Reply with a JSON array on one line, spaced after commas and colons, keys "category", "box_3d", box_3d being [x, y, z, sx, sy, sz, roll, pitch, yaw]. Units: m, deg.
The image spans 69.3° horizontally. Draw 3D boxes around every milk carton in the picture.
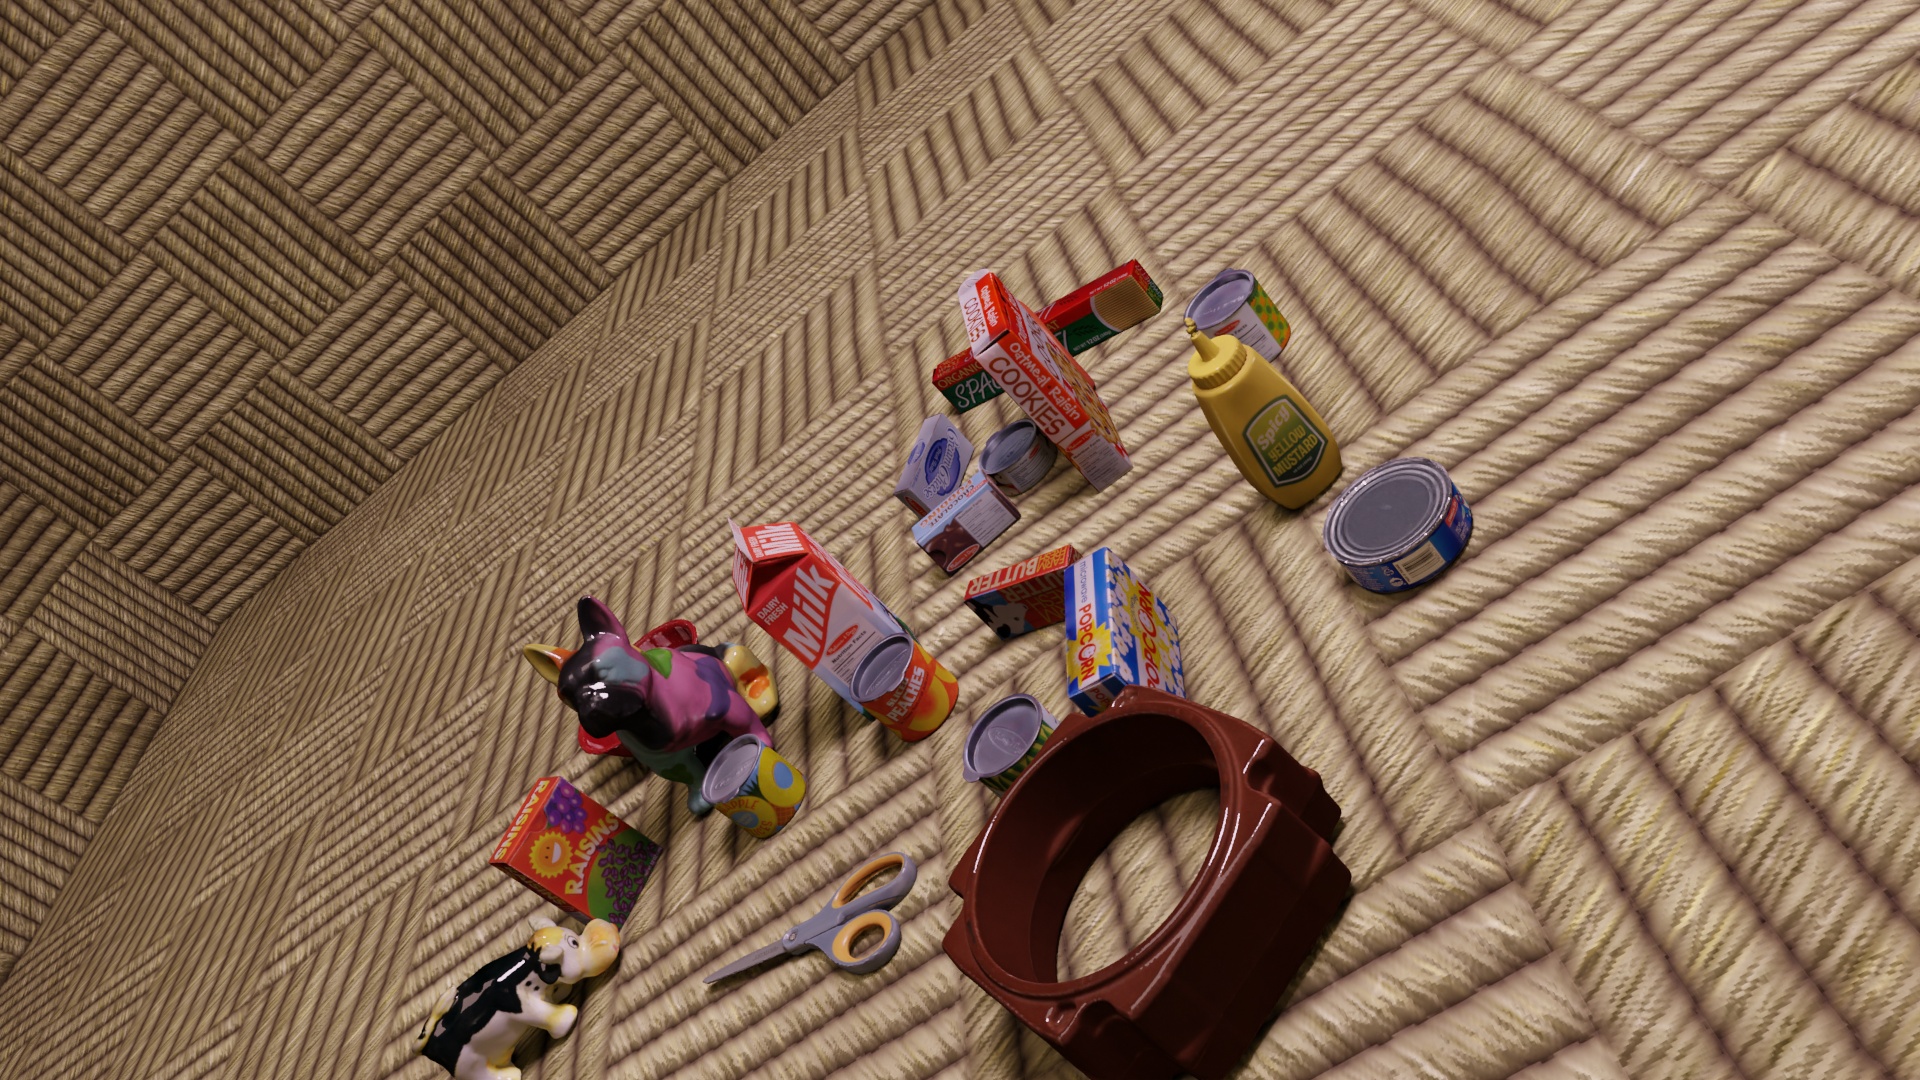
[{"category": "milk carton", "box_3d": [-0.118, 0.054, 1.127, 0.073, 0.190, 0.072, -44, 28, 2]}]

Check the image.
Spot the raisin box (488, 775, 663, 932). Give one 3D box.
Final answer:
[{"category": "raisin box", "box_3d": [-0.327, 0.270, 1.189, 0.040, 0.123, 0.086, -13, 42, 45]}]

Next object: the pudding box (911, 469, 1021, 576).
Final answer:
[{"category": "pudding box", "box_3d": [0.004, -0.015, 1.207, 0.083, 0.049, 0.030, -41, 28, 8]}]

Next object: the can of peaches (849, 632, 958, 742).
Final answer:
[{"category": "can of peaches", "box_3d": [-0.043, 0.116, 1.086, 0.071, 0.058, 0.071, -33, 30, 22]}]

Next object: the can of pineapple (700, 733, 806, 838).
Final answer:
[{"category": "can of pineapple", "box_3d": [-0.169, 0.203, 1.138, 0.071, 0.057, 0.071, -33, 30, 22]}]

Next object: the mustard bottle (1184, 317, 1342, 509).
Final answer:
[{"category": "mustard bottle", "box_3d": [0.195, -0.090, 0.937, 0.065, 0.160, 0.049, -44, 28, 3]}]

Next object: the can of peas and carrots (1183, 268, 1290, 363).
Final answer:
[{"category": "can of peas and carrots", "box_3d": [0.224, -0.176, 1.122, 0.071, 0.058, 0.071, -33, 30, 22]}]

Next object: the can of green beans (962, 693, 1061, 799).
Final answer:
[{"category": "can of green beans", "box_3d": [0.045, 0.146, 0.931, 0.071, 0.057, 0.071, -33, 30, 22]}]

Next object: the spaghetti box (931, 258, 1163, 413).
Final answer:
[{"category": "spaghetti box", "box_3d": [0.079, -0.194, 1.345, 0.249, 0.050, 0.029, -24, 35, 34]}]

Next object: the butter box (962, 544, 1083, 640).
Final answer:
[{"category": "butter box", "box_3d": [0.058, 0.040, 1.059, 0.103, 0.053, 0.024, -22, 36, 37]}]

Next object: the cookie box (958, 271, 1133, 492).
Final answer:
[{"category": "cookie box", "box_3d": [0.070, -0.133, 1.152, 0.040, 0.167, 0.123, -37, 29, 15]}]

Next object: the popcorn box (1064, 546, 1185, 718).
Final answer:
[{"category": "popcorn box", "box_3d": [0.108, 0.075, 0.912, 0.038, 0.085, 0.127, -31, 31, 25]}]

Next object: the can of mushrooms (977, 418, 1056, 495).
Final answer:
[{"category": "can of mushrooms", "box_3d": [0.050, -0.075, 1.243, 0.071, 0.033, 0.071, -32, 30, 22]}]

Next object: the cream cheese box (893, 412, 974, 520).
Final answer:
[{"category": "cream cheese box", "box_3d": [-0.024, -0.066, 1.308, 0.024, 0.053, 0.104, -20, 37, 39]}]

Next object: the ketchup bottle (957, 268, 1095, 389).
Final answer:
[{"category": "ketchup bottle", "box_3d": [0.058, -0.181, 1.252, 0.043, 0.148, 0.065, -50, 28, -8]}]
